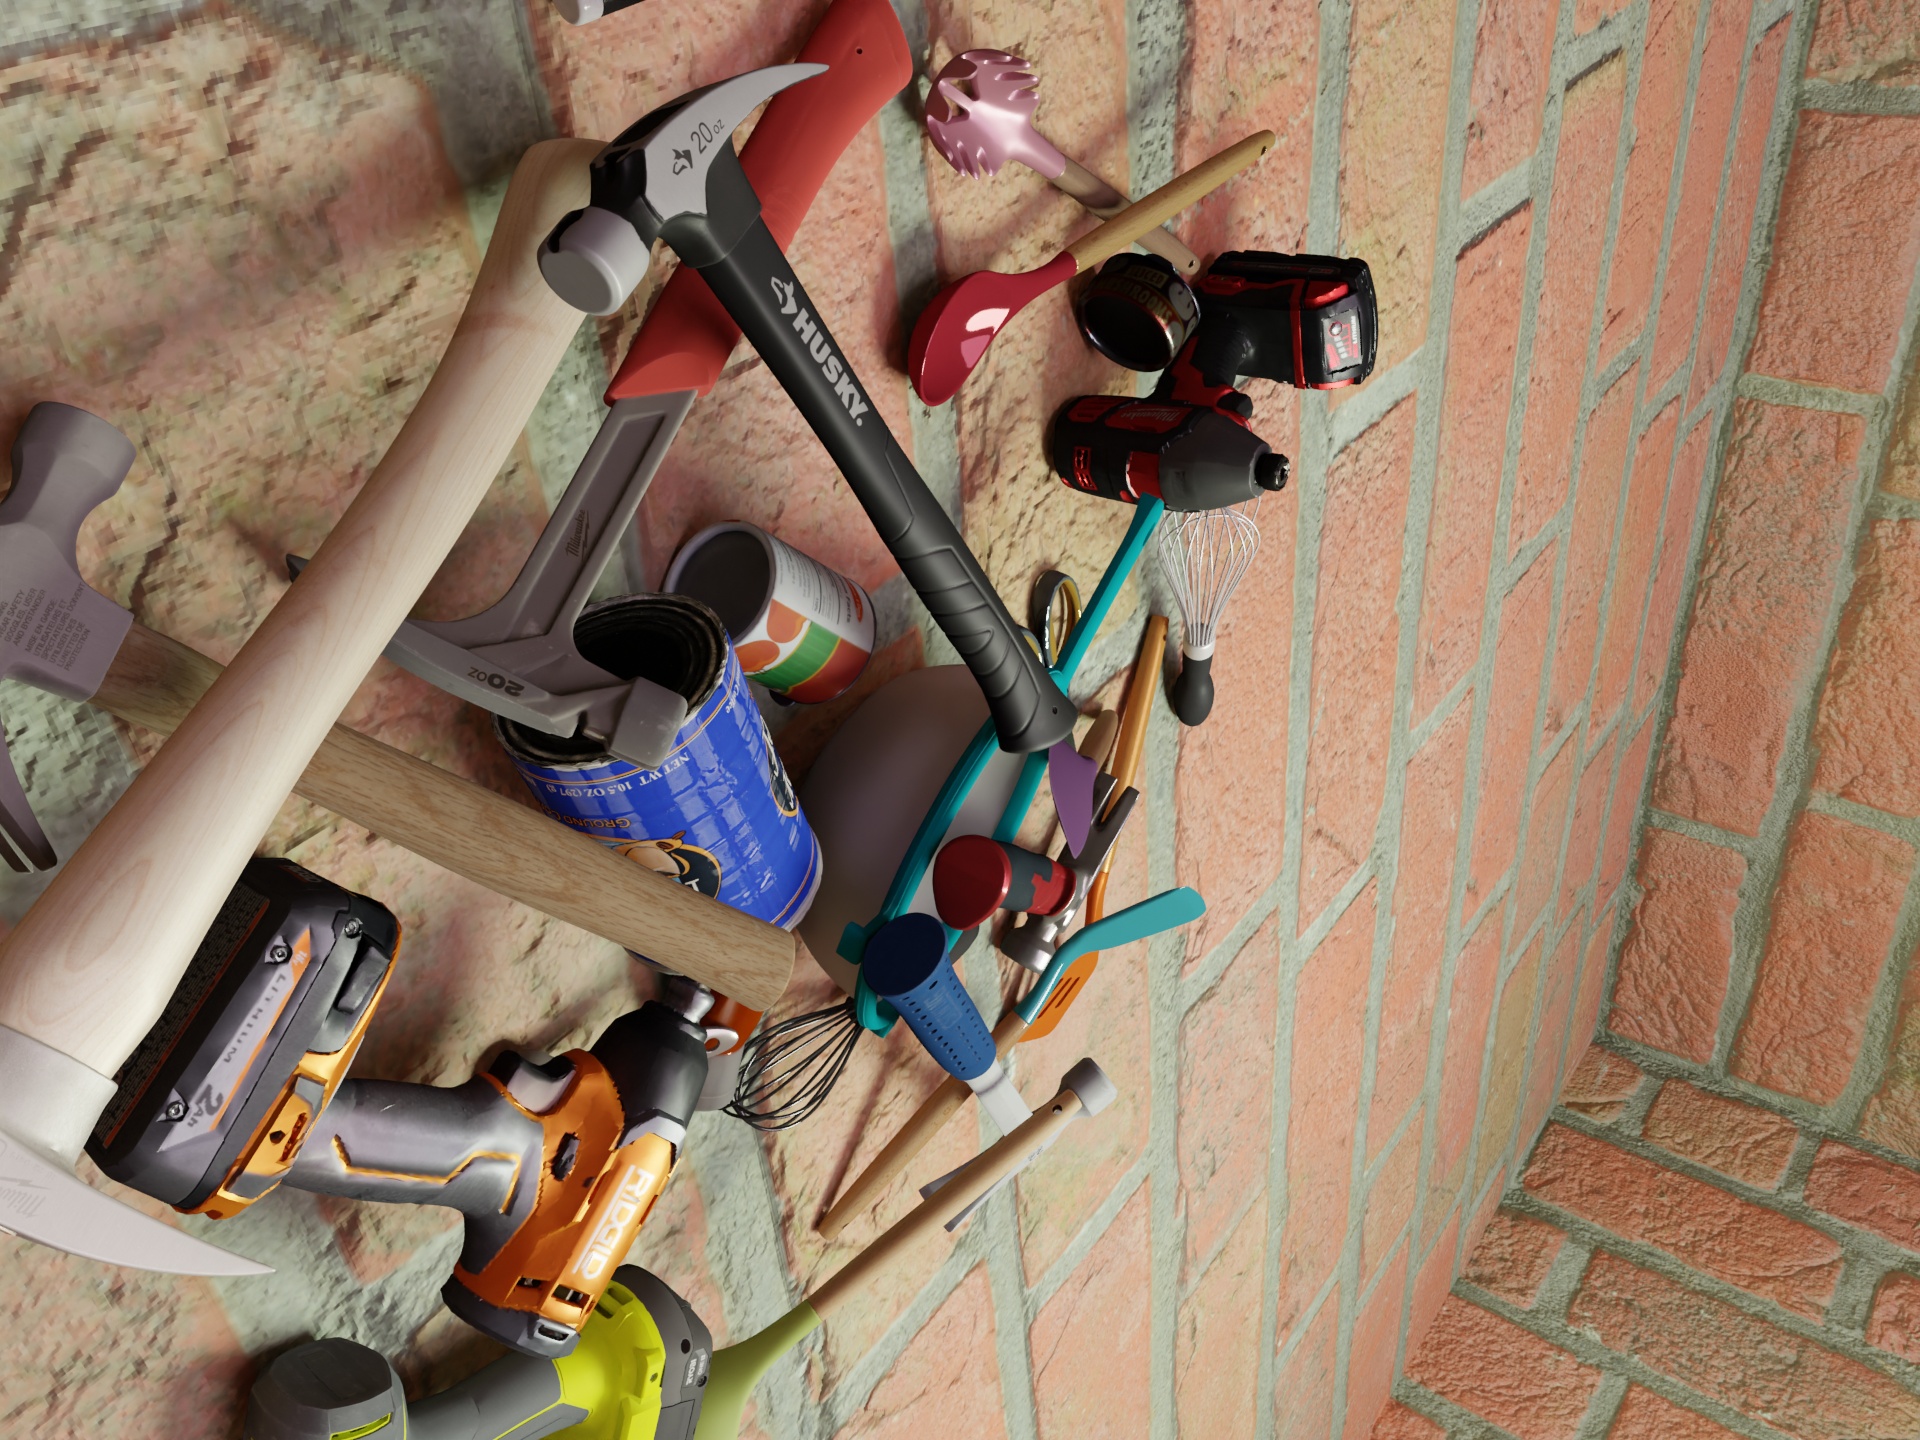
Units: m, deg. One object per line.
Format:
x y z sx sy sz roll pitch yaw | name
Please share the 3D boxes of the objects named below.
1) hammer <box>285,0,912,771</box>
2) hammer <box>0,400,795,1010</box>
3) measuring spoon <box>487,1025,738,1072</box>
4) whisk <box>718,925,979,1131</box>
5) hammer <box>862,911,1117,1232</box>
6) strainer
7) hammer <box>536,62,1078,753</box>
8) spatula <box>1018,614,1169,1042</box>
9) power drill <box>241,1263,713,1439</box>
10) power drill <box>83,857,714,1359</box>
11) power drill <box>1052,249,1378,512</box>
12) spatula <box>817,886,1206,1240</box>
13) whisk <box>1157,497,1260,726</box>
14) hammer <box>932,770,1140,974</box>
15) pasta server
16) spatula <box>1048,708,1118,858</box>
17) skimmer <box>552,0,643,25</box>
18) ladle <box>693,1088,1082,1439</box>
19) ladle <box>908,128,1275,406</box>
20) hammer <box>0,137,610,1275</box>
-0.115 -0.165 0.640 0.359 0.149 0.036 -68 -167 -21 | hammer
-0.186 0.034 0.555 0.331 0.031 0.130 34 60 -37 | hammer
-0.161 0.165 0.752 0.124 0.018 0.034 -7 120 -28 | measuring spoon
-0.056 0.168 0.931 0.239 0.055 0.055 -32 132 -50 | whisk
0.006 0.197 0.885 0.144 0.035 0.405 -38 153 -9 | hammer
-0.001 -0.003 0.863 0.340 0.095 0.210 -60 168 -19 | strainer
-0.030 -0.104 0.654 0.334 0.035 0.146 55 49 -38 | hammer
0.097 0.081 1.134 0.081 0.041 0.322 11 93 -58 | spatula
-0.232 0.355 0.743 0.223 0.080 0.171 1 105 -52 | power drill
-0.200 0.142 0.627 0.226 0.084 0.164 42 70 -40 | power drill
0.168 -0.204 0.979 0.220 0.143 0.078 -48 139 -35 | power drill
0.028 0.213 0.998 0.317 0.044 0.082 -47 155 -2 | spatula
0.166 -0.072 1.088 0.070 0.070 0.284 -55 159 -23 | whisk
0.046 0.079 0.912 0.143 0.038 0.386 -61 168 -2 | hammer
0.070 -0.294 0.881 0.060 0.040 0.316 -56 152 16 | pasta server
0.077 0.021 0.954 0.316 0.018 0.060 -41 114 -77 | spatula
-0.038 -0.378 0.685 0.363 0.090 0.127 -38 138 -26 | skimmer
-0.058 0.315 0.891 0.320 0.078 0.062 -36 153 -12 | ladle
0.077 -0.264 0.879 0.315 0.031 0.069 -39 154 -28 | ladle
-0.190 -0.035 0.515 0.146 0.038 0.411 44 54 -34 | hammer
